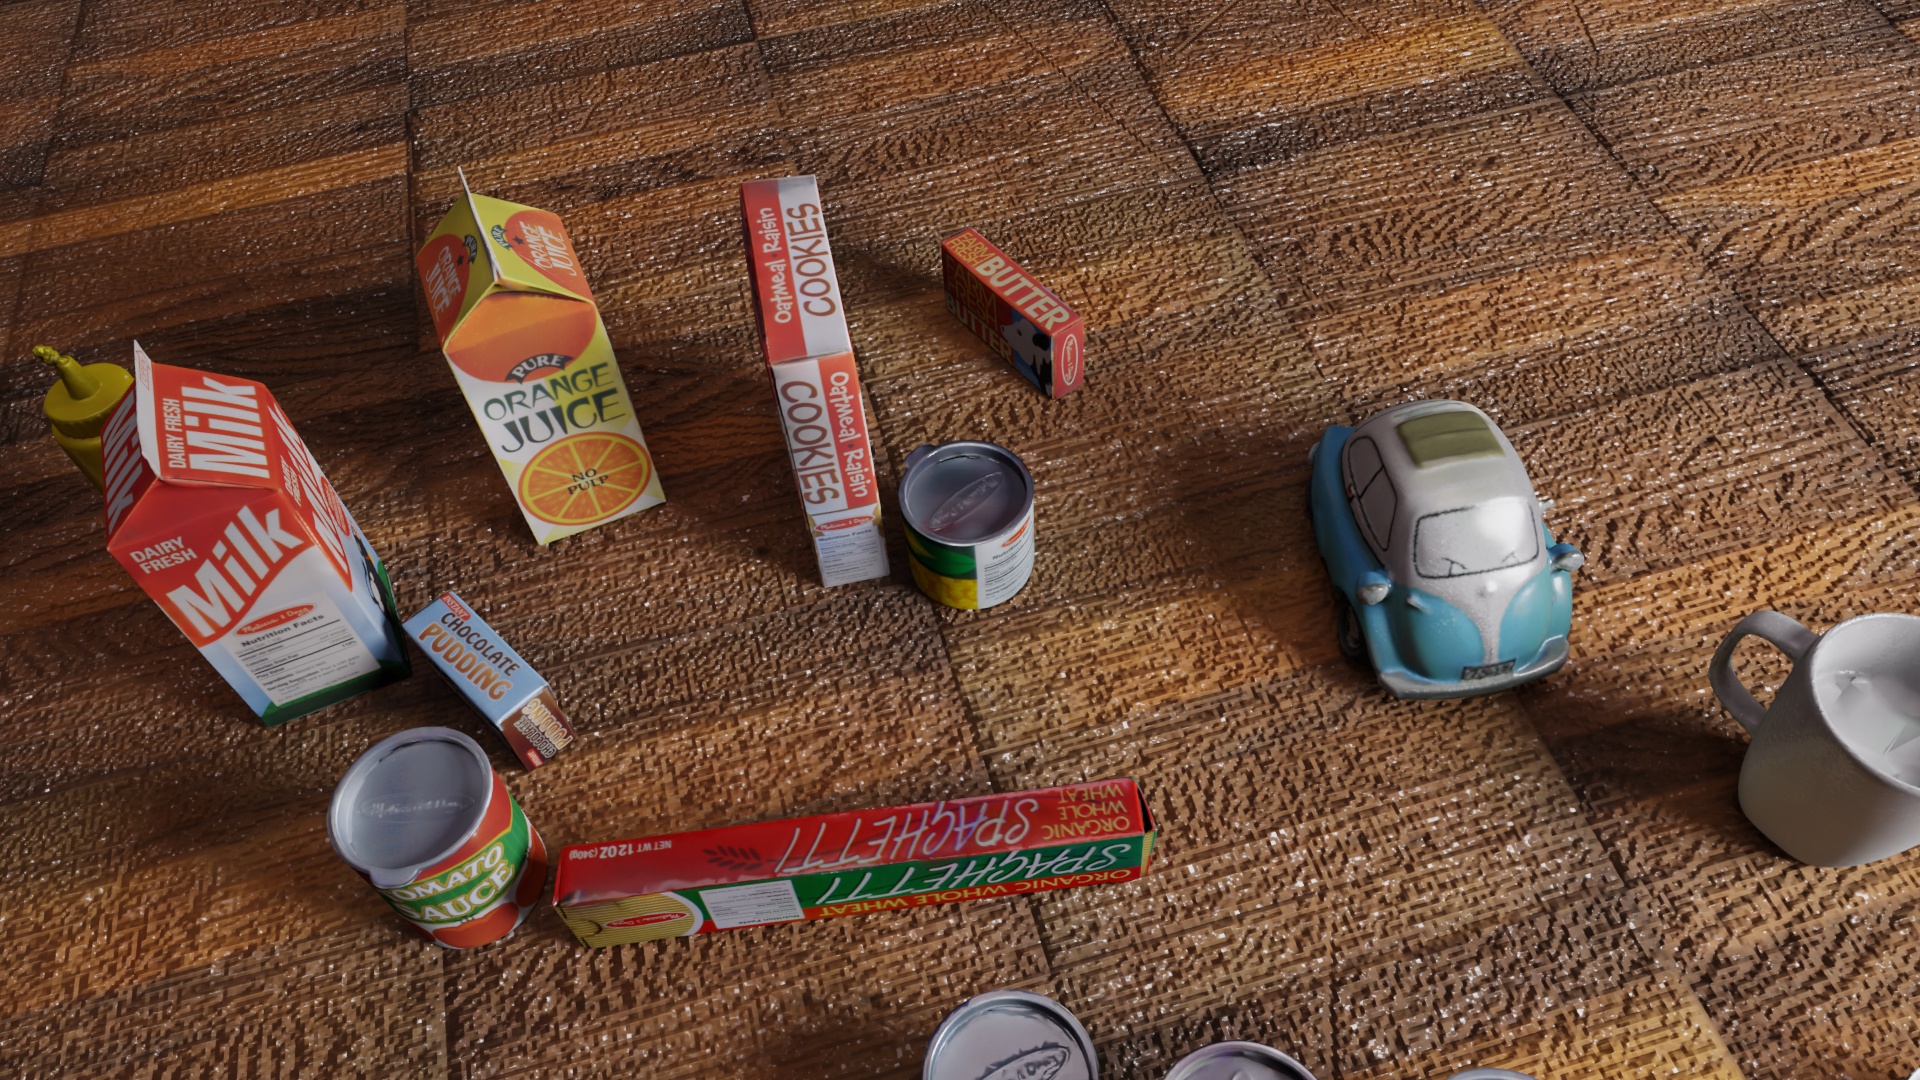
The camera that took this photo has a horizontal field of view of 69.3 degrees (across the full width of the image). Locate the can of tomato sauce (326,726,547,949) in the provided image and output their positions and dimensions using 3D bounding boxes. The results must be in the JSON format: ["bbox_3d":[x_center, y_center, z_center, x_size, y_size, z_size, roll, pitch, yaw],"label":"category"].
[{"bbox_3d":[-0.220,0.130,0.593,0.071,0.082,0.071,-2,53,3],"label":"can of tomato sauce"}]

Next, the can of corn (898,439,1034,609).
[{"bbox_3d":[0.002,-0.009,0.699,0.071,0.058,0.071,-2,53,3],"label":"can of corn"}]

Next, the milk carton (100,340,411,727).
[{"bbox_3d":[-0.325,-0.002,0.633,0.073,0.189,0.072,-21,55,-12],"label":"milk carton"}]

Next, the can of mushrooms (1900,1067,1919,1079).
[{"bbox_3d":[0.375,0.227,0.512,0.071,0.033,0.071,-2,53,2],"label":"can of mushrooms"}]

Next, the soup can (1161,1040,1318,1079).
[{"bbox_3d":[0.101,0.226,0.499,0.071,0.083,0.072,-2,53,3],"label":"soup can"}]

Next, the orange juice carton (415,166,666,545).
[{"bbox_3d":[-0.210,-0.090,0.690,0.073,0.191,0.072,-21,55,-11],"label":"orange juice carton"}]

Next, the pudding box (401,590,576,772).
[{"bbox_3d":[-0.224,0.066,0.663,0.084,0.049,0.030,37,63,27],"label":"pudding box"}]

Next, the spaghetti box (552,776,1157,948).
[{"bbox_3d":[-0.043,0.139,0.596,0.250,0.050,0.029,-7,53,-1],"label":"spaghetti box"}]

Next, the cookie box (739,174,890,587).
[{"bbox_3d":[-0.072,-0.075,0.686,0.040,0.166,0.123,-11,53,-4],"label":"cookie box"}]

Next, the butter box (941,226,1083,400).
[{"bbox_3d":[0.029,-0.130,0.792,0.024,0.052,0.104,-33,58,-19],"label":"butter box"}]

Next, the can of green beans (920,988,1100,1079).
[{"bbox_3d":[0.020,0.214,0.530,0.071,0.057,0.071,-2,53,3],"label":"can of green beans"}]

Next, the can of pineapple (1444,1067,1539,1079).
[{"bbox_3d":[0.191,0.232,0.505,0.071,0.057,0.071,-2,53,3],"label":"can of pineapple"}]

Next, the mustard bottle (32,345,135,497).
[{"bbox_3d":[-0.403,-0.040,0.685,0.065,0.159,0.049,36,63,26],"label":"mustard bottle"}]
